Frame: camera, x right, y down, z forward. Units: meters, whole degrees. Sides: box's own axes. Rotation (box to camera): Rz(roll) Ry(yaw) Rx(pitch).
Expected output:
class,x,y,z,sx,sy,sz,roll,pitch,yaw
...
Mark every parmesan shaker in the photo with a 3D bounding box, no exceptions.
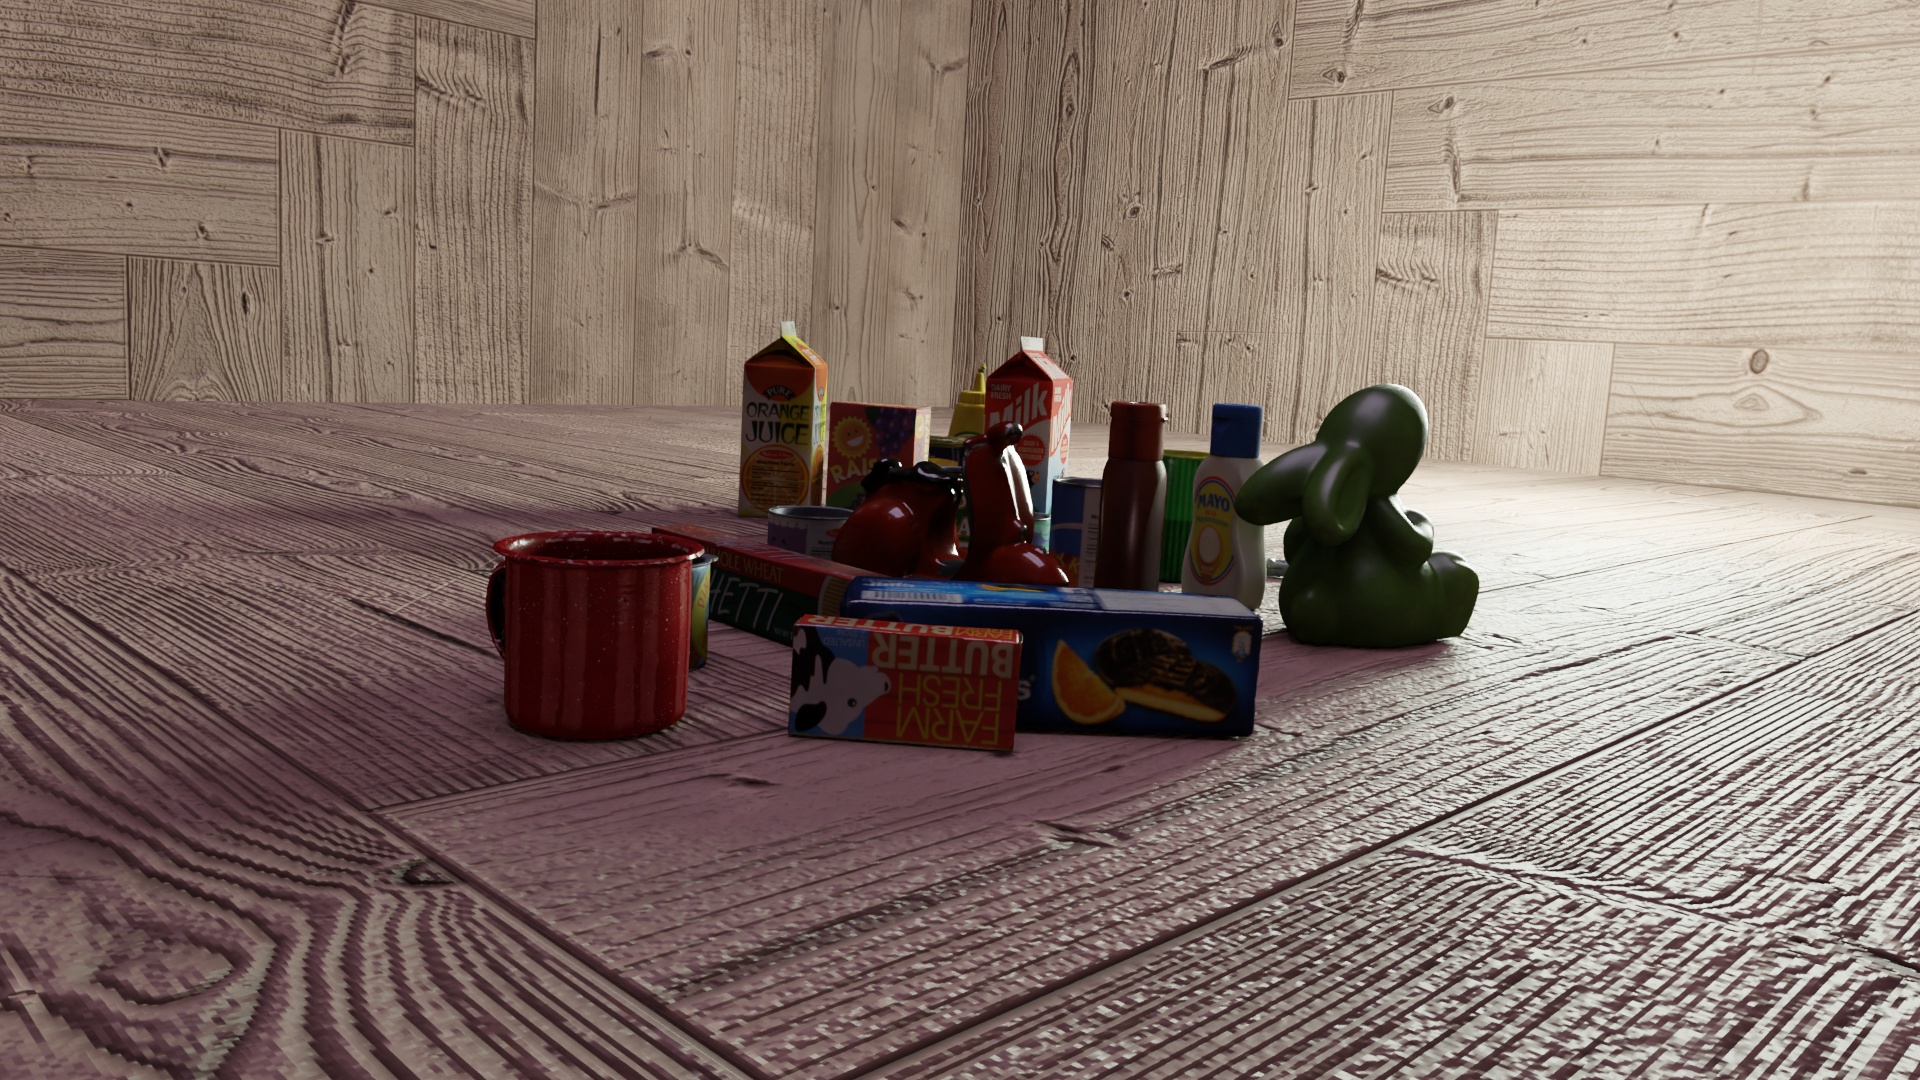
class,x,y,z,sx,sy,sz,roll,pitch,yaw
parmesan shaker,0.177,-0.020,1.129,0.071,0.103,0.071,3,8,0

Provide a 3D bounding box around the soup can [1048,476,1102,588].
class,x,y,z,sx,sy,sz,roll,pitch,yaw
soup can,0.099,-0.004,1.051,0.071,0.083,0.071,3,8,0

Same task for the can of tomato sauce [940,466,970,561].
class,x,y,z,sx,sy,sz,roll,pitch,yaw
can of tomato sauce,0.004,-0.014,1.085,0.071,0.083,0.071,3,8,0

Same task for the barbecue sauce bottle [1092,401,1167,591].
class,x,y,z,sx,sy,sz,roll,pitch,yaw
barbecue sauce bottle,0.115,-0.018,0.932,0.043,0.148,0.065,6,8,19

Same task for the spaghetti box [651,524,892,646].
class,x,y,z,sx,sy,sz,roll,pitch,yaw
spaghetti box,-0.116,0.031,0.844,0.029,0.050,0.250,-4,11,-42

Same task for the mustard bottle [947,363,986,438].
class,x,y,z,sx,sy,sz,roll,pitch,yaw
mustard bottle,0.015,-0.111,1.499,0.065,0.160,0.049,5,8,12

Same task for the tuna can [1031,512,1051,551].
class,x,y,z,sx,sy,sz,roll,pitch,yaw
tuna can,0.049,-0.008,1.239,0.071,0.032,0.071,3,8,0

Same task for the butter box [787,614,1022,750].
class,x,y,z,sx,sy,sz,roll,pitch,yaw
butter box,-0.025,0.065,0.631,0.103,0.053,0.024,4,8,3

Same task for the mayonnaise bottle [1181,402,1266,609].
class,x,y,z,sx,sy,sz,roll,pitch,yaw
mayonnaise bottle,0.197,-0.026,1.017,0.041,0.147,0.065,-3,9,-38

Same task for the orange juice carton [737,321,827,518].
class,x,y,z,sx,sy,sz,roll,pitch,yaw
orange juice carton,-0.174,-0.120,1.374,0.073,0.192,0.072,4,8,4

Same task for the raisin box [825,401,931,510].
class,x,y,z,sx,sy,sz,roll,pitch,yaw
raisin box,-0.074,-0.061,1.246,0.086,0.123,0.040,6,8,19

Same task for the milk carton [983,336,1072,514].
class,x,y,z,sx,sy,sz,roll,pitch,yaw
milk carton,0.067,-0.110,1.409,0.073,0.190,0.072,6,8,19

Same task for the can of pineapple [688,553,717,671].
class,x,y,z,sx,sy,sz,roll,pitch,yaw
can of pineapple,-0.167,0.037,0.749,0.071,0.057,0.071,3,8,0

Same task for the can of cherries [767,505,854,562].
class,x,y,z,sx,sy,sz,roll,pitch,yaw
can of cherries,-0.105,0.008,0.980,0.071,0.058,0.071,3,8,0
